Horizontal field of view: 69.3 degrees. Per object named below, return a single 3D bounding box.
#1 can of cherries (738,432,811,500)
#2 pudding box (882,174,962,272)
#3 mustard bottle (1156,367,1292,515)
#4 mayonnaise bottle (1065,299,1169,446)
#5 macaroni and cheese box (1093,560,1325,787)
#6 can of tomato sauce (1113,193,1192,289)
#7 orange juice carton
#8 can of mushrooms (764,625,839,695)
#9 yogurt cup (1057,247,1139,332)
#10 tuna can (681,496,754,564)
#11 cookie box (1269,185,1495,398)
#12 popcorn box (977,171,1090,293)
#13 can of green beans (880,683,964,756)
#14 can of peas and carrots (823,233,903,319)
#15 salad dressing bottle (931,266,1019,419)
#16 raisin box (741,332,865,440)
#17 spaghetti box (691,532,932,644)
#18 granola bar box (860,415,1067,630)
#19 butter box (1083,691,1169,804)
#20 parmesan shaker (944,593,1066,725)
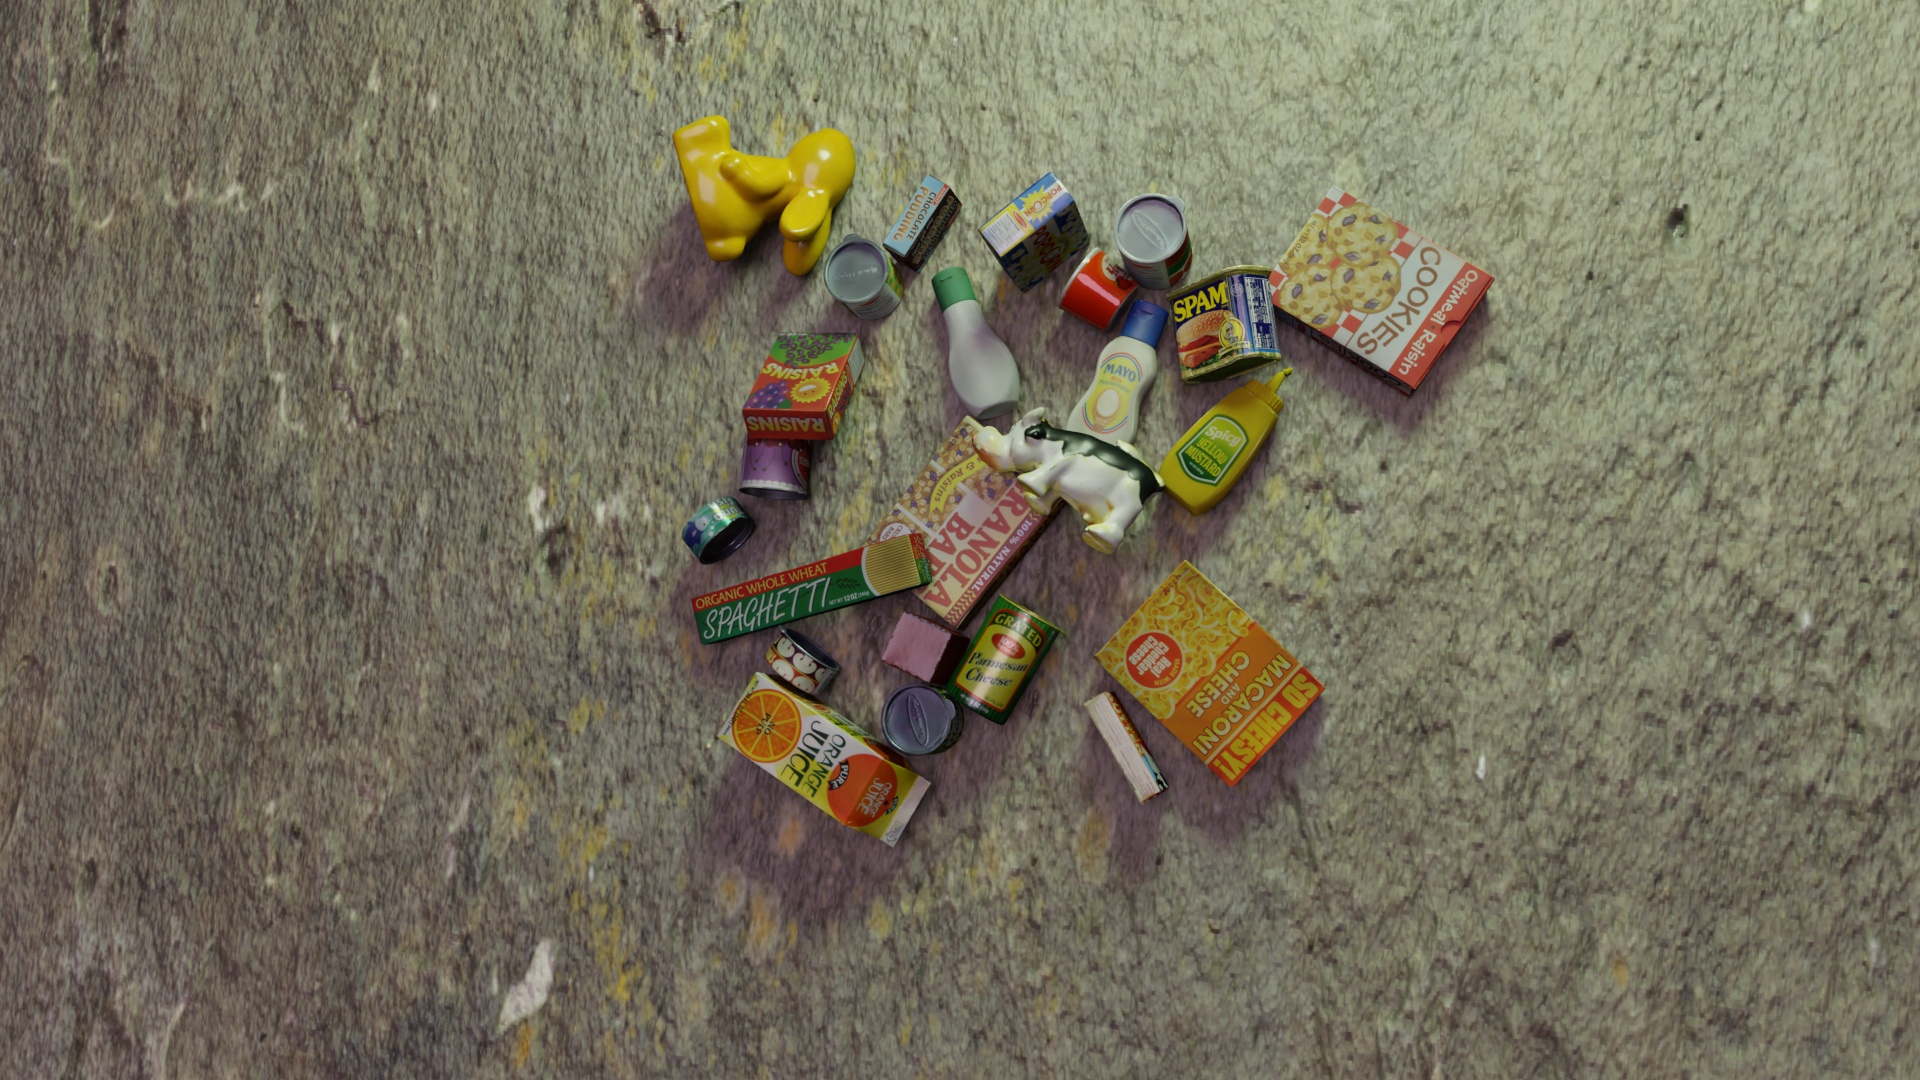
[{"bbox_3d":[-0.178,-0.073,1.356,0.071,0.071,0.058,3,82,14],"label":"can of cherries"},{"bbox_3d":[-0.037,-0.310,1.364,0.030,0.049,0.083,34,90,17],"label":"pudding box"},{"bbox_3d":[0.247,-0.098,1.266,0.065,0.049,0.160,40,93,14],"label":"mustard bottle"},{"bbox_3d":[0.151,-0.151,1.300,0.065,0.041,0.148,21,88,18],"label":"mayonnaise bottle"},{"bbox_3d":[0.223,0.119,1.245,0.167,0.040,0.123,44,93,16],"label":"macaroni and cheese box"},{"bbox_3d":[0.181,-0.278,1.289,0.071,0.083,0.071,-2,82,13],"label":"can of tomato sauce"},{"bbox_3d":[-0.123,0.204,1.298,0.193,0.073,0.072,32,90,15],"label":"orange juice carton"},{"bbox_3d":[-0.153,0.114,1.321,0.071,0.071,0.033,38,94,15],"label":"can of mushrooms"},{"bbox_3d":[0.131,-0.233,1.306,0.054,0.072,0.072,36,92,7],"label":"yogurt cup"},{"bbox_3d":[-0.237,-0.012,1.358,0.071,0.071,0.033,-43,75,5],"label":"tuna can"},{"bbox_3d":[0.373,-0.225,1.258,0.167,0.040,0.123,36,91,16],"label":"cookie box"},{"bbox_3d":[0.071,-0.285,1.295,0.085,0.126,0.038,-38,79,6],"label":"popcorn box"},{"bbox_3d":[-0.034,0.166,1.290,0.071,0.058,0.071,-2,82,13],"label":"can of green beans"},{"bbox_3d":[-0.095,-0.258,1.366,0.071,0.058,0.071,-2,81,13],"label":"can of peas and carrots"},{"bbox_3d":[0.012,-0.192,1.339,0.064,0.044,0.148,-22,77,12],"label":"salad dressing bottle"},{"bbox_3d":[-0.150,-0.149,1.340,0.086,0.039,0.124,3,44,13],"label":"raisin box"},{"bbox_3d":[-0.146,0.049,1.325,0.250,0.029,0.050,-16,84,22],"label":"spaghetti box"},{"bbox_3d":[0.005,-0.017,1.317,0.124,0.039,0.165,39,93,15],"label":"granola bar box"},{"bbox_3d":[0.149,0.184,1.246,0.024,0.053,0.103,-32,75,11],"label":"butter box"},{"bbox_3d":[0.041,0.111,1.276,0.071,0.071,0.103,30,90,16],"label":"parmesan shaker"}]
